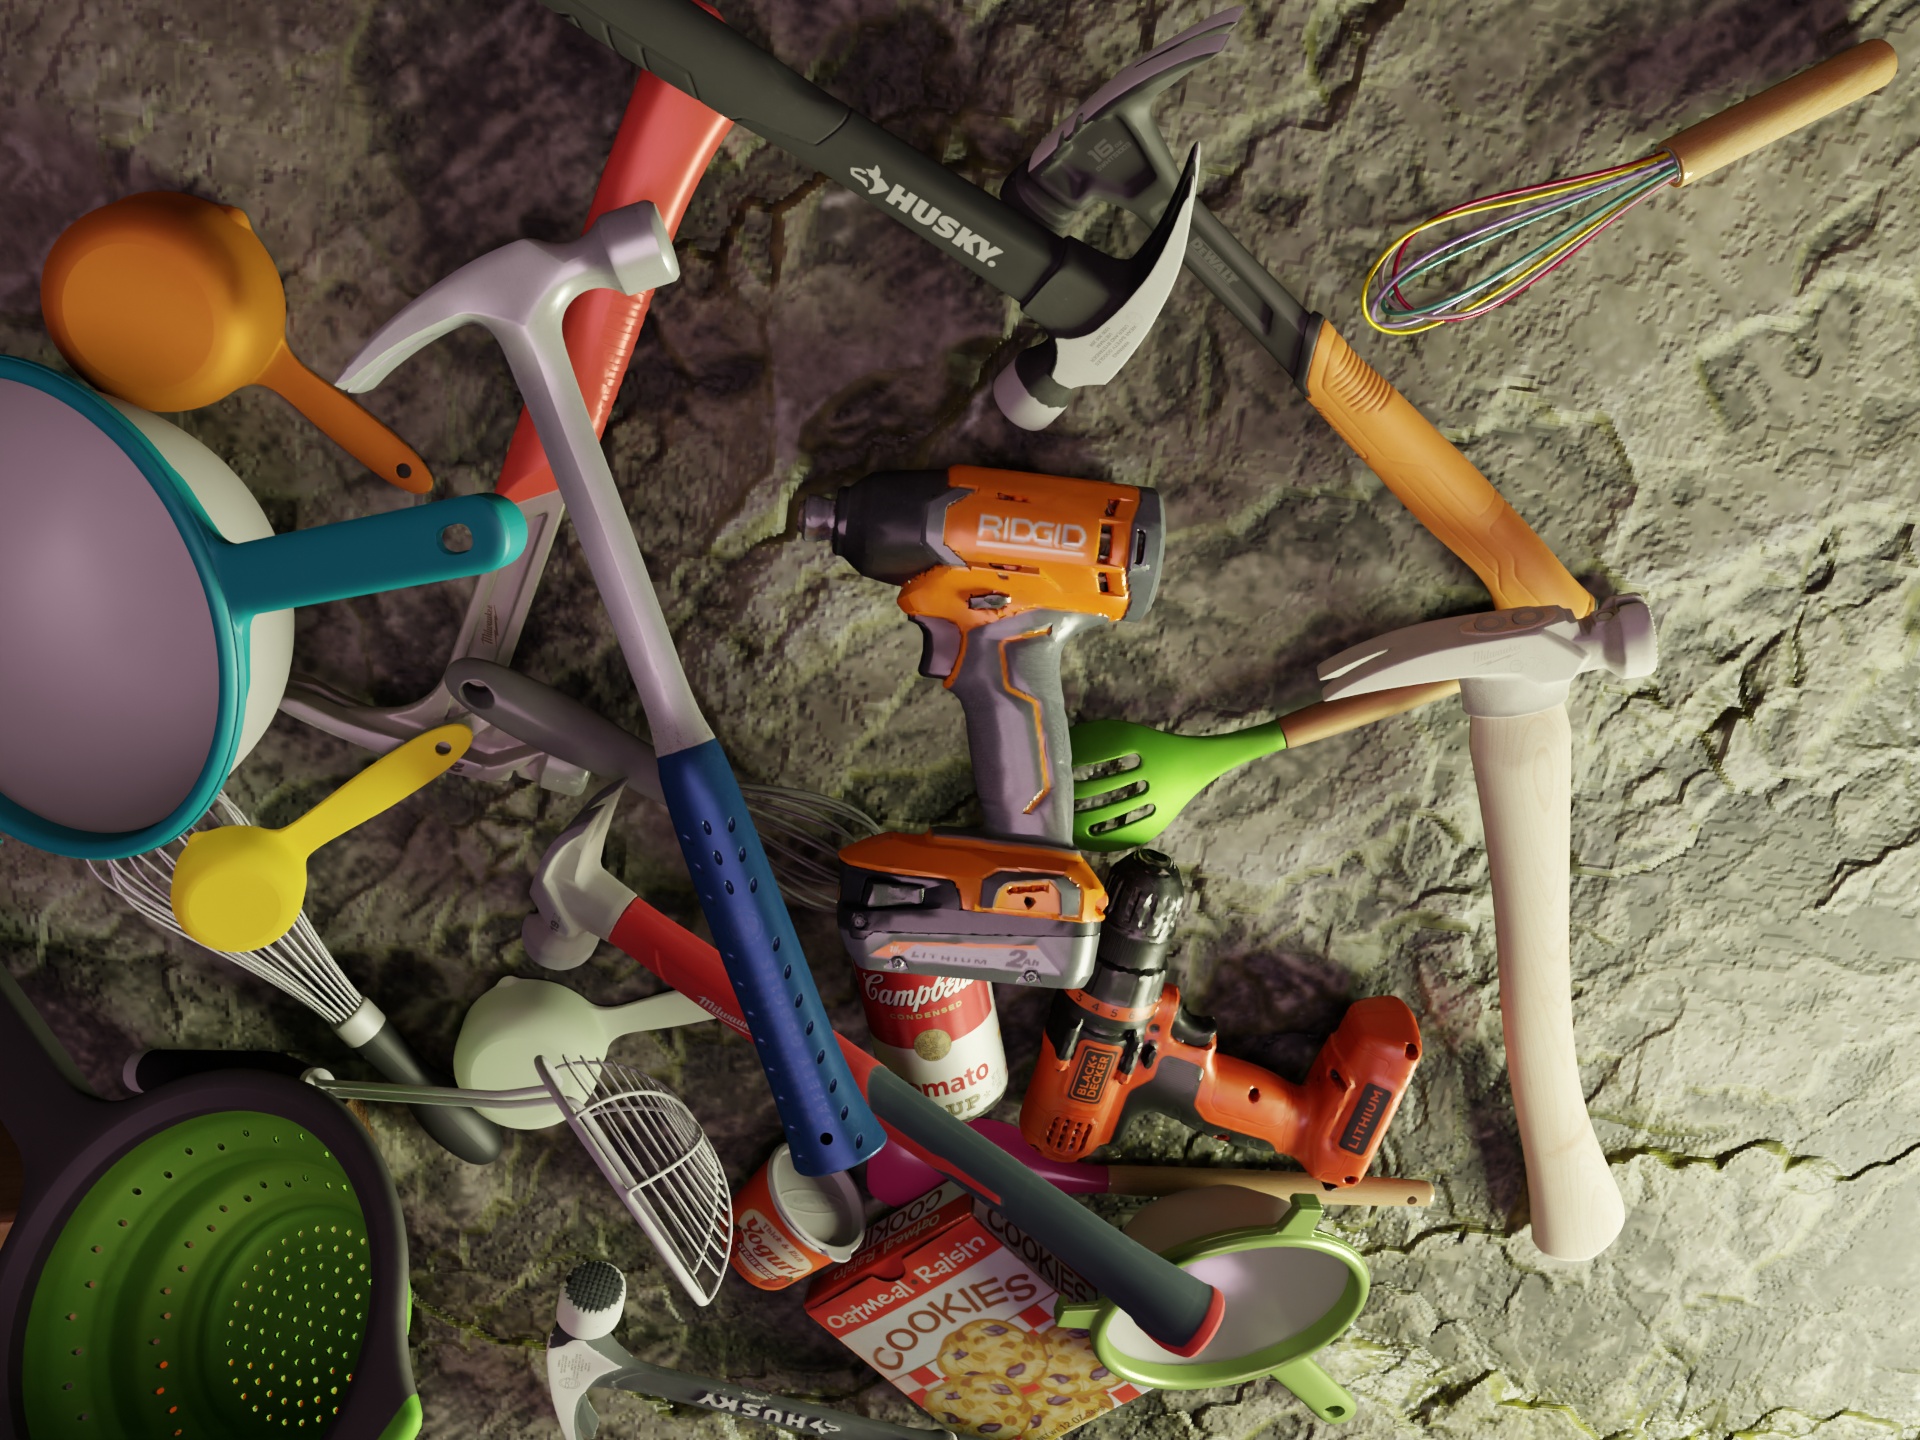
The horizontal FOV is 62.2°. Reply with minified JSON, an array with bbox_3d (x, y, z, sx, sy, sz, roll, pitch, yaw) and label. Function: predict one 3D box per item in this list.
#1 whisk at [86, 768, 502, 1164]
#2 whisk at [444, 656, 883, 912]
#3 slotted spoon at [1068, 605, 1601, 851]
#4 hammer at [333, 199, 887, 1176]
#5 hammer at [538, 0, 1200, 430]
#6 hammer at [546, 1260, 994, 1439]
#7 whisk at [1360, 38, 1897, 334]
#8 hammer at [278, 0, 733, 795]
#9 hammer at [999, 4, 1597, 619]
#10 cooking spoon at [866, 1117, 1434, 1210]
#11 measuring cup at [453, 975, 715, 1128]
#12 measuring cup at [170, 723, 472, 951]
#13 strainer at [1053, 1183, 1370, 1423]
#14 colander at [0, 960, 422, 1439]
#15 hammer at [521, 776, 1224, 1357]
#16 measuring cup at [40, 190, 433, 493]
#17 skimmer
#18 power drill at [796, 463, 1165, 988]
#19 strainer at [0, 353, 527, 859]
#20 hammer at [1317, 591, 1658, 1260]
[{"bbox_3d":[-0.324,0.129,0.796,0.070,0.070,0.284,-30,116,9],"label":"whisk"},{"bbox_3d":[-0.130,0.029,0.746,0.238,0.055,0.055,29,108,-25],"label":"whisk"},{"bbox_3d":[0.182,-0.004,0.782,0.314,0.031,0.070,-19,105,3],"label":"slotted spoon"},{"bbox_3d":[-0.124,0.003,0.666,0.144,0.035,0.405,-19,98,-1],"label":"hammer"},{"bbox_3d":[-0.061,-0.236,0.610,0.334,0.035,0.146,27,143,-20],"label":"hammer"},{"bbox_3d":[-0.035,0.411,0.897,0.409,0.036,0.149,16,123,-2],"label":"hammer"},{"bbox_3d":[0.286,-0.232,0.686,0.245,0.051,0.047,-26,106,4],"label":"whisk"},{"bbox_3d":[-0.182,-0.138,0.697,0.149,0.037,0.359,19,110,-17],"label":"hammer"},{"bbox_3d":[0.174,-0.147,0.692,0.336,0.034,0.127,40,143,-20],"label":"hammer"},{"bbox_3d":[0.107,0.257,0.887,0.319,0.017,0.068,3,112,-3],"label":"cooking spoon"},{"bbox_3d":[-0.181,0.166,0.822,0.167,0.038,0.083,-14,112,5],"label":"measuring cup"},{"bbox_3d":[-0.288,0.052,0.724,0.156,0.029,0.062,-34,120,1],"label":"measuring cup"},{"bbox_3d":[0.163,0.324,0.891,0.151,0.069,0.256,-28,131,13],"label":"strainer"},{"bbox_3d":[-0.370,0.217,0.733,0.397,0.094,0.204,38,81,26],"label":"colander"},{"bbox_3d":[-0.034,0.172,0.750,0.386,0.038,0.143,35,140,0],"label":"hammer"},{"bbox_3d":[-0.305,-0.149,0.680,0.173,0.052,0.095,39,105,-18],"label":"measuring cup"},{"bbox_3d":[-0.266,0.198,0.738,0.363,0.090,0.127,-1,133,22],"label":"skimmer"},{"bbox_3d":[-0.001,-0.002,0.721,0.164,0.084,0.226,7,92,-5],"label":"power drill"},{"bbox_3d":[-0.305,-0.061,0.660,0.340,0.095,0.211,-7,104,21],"label":"strainer"},{"bbox_3d":[0.284,0.129,0.815,0.146,0.038,0.410,-9,120,13],"label":"hammer"}]
